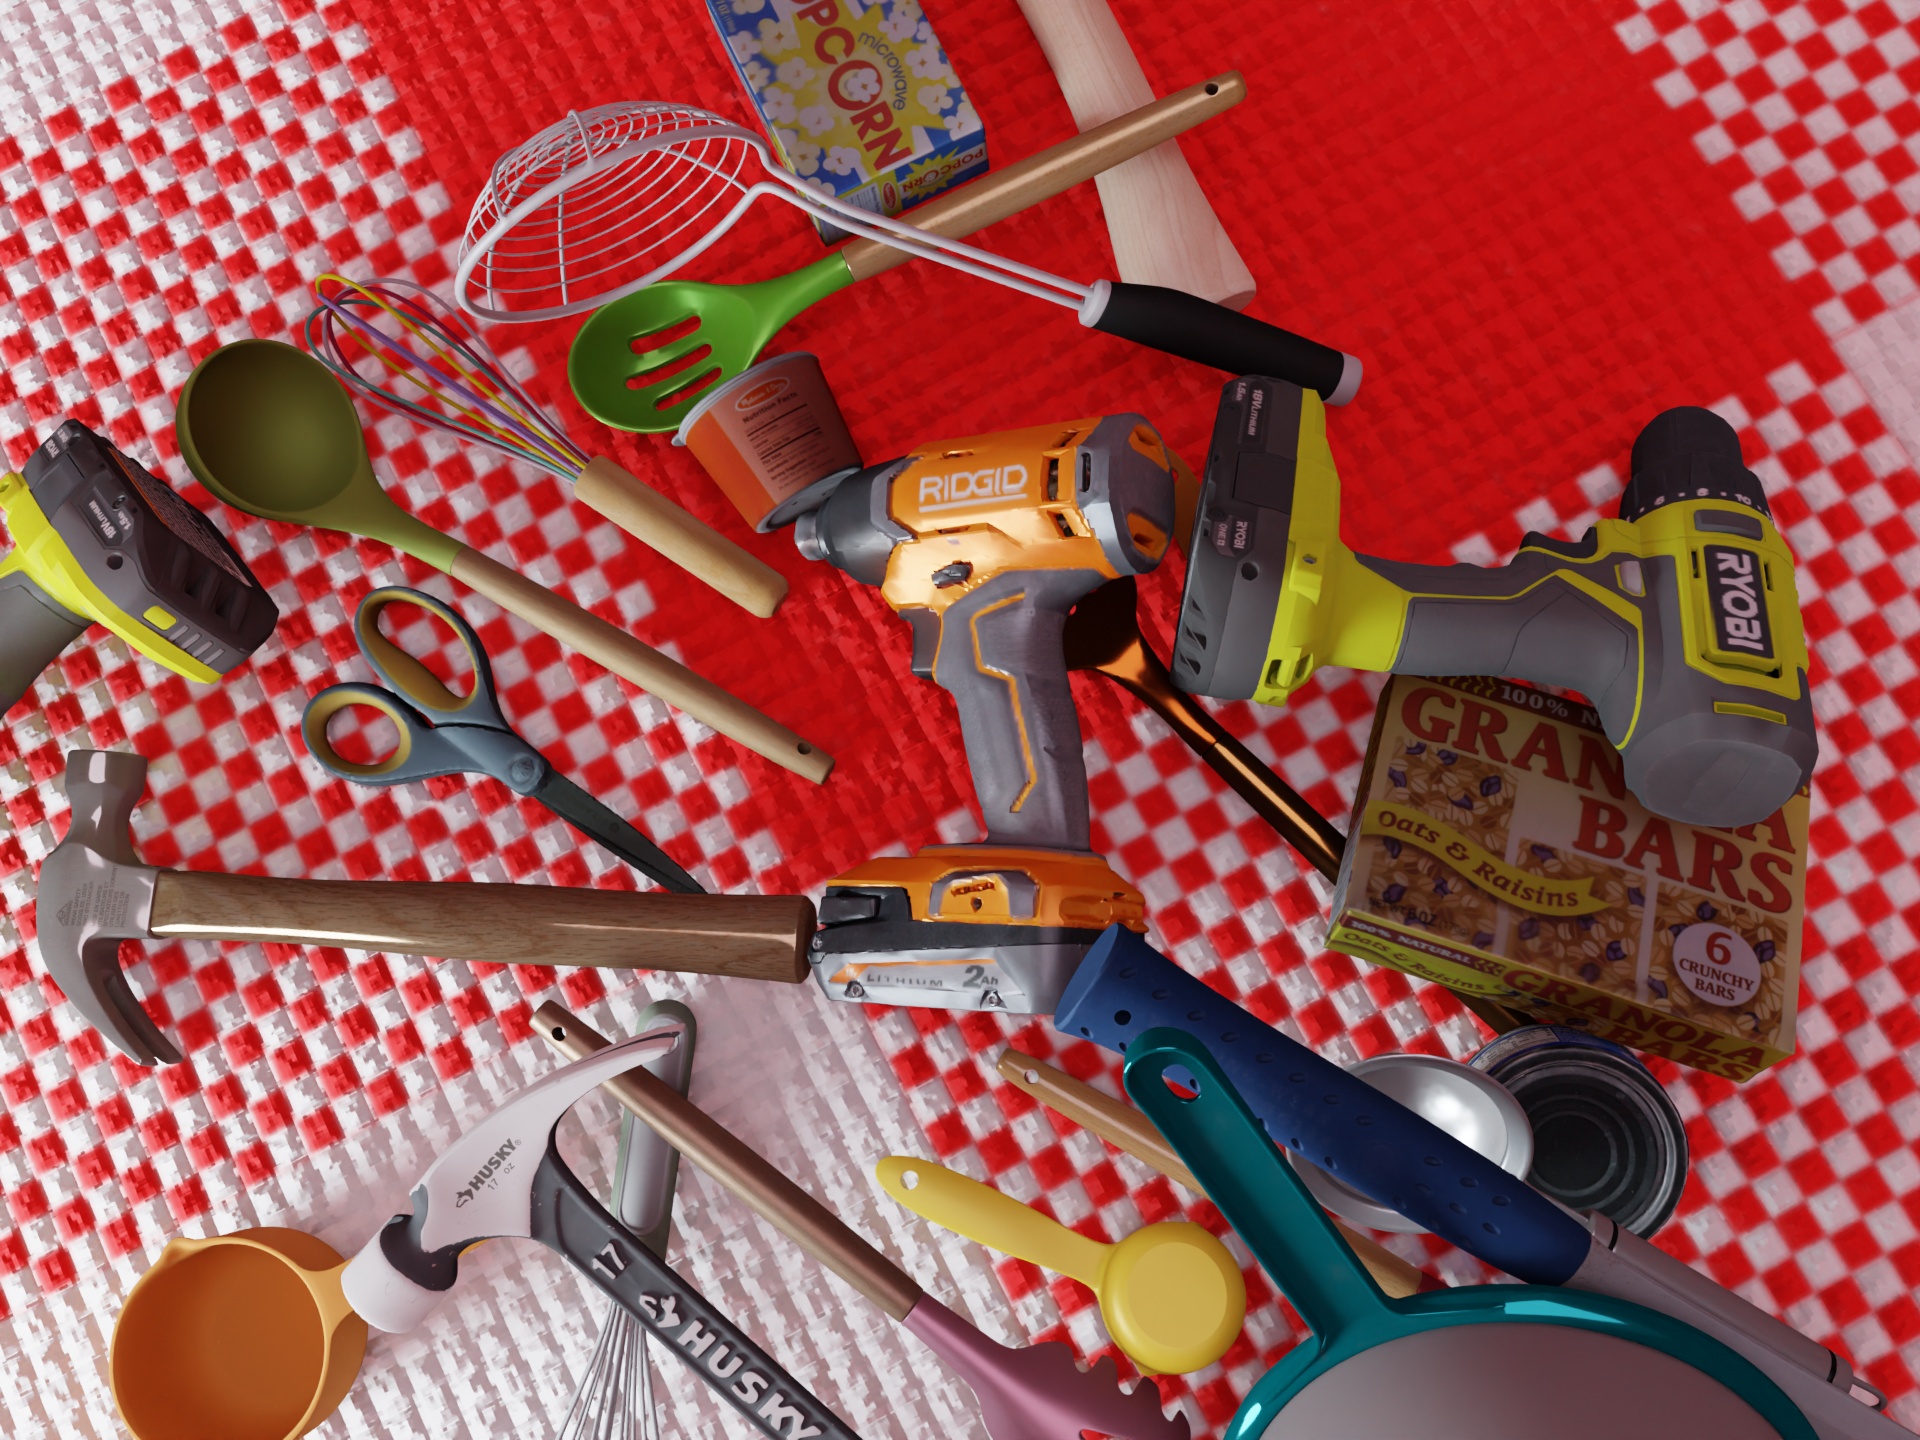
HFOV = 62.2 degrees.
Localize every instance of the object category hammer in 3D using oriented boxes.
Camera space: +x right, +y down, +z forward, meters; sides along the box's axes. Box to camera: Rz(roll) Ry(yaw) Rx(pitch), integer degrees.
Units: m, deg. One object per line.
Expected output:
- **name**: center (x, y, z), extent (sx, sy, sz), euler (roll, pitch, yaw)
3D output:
- **hammer**: center (-0.024, 0.280, 0.579), extent (0.409, 0.036, 0.149), euler (42, 95, -3)
- **hammer**: center (-0.224, 0.084, 0.660), extent (0.331, 0.031, 0.130), euler (3, 81, 7)
- **hammer**: center (0.218, 0.184, 0.539), extent (0.405, 0.035, 0.144), euler (31, 112, -2)
- **hammer**: center (0.035, -0.364, 0.725), extent (0.146, 0.038, 0.411), euler (-26, 80, -2)

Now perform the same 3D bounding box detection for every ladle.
- **ladle**: center (-0.191, -0.063, 0.679), extent (0.320, 0.062, 0.078), euler (30, 55, 5)
- **ladle**: center (0.153, 0.211, 0.624), extent (0.315, 0.031, 0.069), euler (28, 81, 10)

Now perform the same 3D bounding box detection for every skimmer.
- **skimmer**: center (-0.007, -0.158, 0.632), extent (0.363, 0.127, 0.090), euler (14, 76, -15)

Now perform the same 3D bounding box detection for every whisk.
- **whisk**: center (-0.132, 0.234, 0.628), extent (0.058, 0.059, 0.246), euler (8, 76, -7)
- **whisk**: center (-0.179, -0.119, 0.685), extent (0.245, 0.051, 0.047), euler (34, 128, 2)

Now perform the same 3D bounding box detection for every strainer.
- **strainer**: center (0.221, 0.183, 0.578), extent (0.258, 0.050, 0.086), euler (31, 121, 1)
- **strainer**: center (0.151, 0.247, 0.504), extent (0.211, 0.095, 0.340), euler (-32, 103, 20)

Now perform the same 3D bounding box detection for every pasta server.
- **pasta server**: center (-0.040, 0.210, 0.619), extent (0.316, 0.040, 0.060), euler (36, 83, 5)

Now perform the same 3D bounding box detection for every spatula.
- **spatula**: center (0.122, 0.027, 0.660), extent (0.322, 0.041, 0.081), euler (44, 87, 5)

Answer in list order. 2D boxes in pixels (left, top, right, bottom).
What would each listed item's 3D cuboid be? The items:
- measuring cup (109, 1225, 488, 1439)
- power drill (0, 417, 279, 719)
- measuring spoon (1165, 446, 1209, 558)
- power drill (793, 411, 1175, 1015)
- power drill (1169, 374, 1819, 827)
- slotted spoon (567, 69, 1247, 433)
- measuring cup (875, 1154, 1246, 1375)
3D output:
- **measuring cup**: center (-0.245, 0.227, 0.634), extent (0.173, 0.052, 0.095), euler (-28, 80, -3)
- **power drill**: center (-0.396, -0.001, 0.646), extent (0.223, 0.080, 0.171), euler (-47, 53, -5)
- **measuring spoon**: center (0.108, -0.067, 0.684), extent (0.021, 0.011, 0.117), euler (-22, 76, -7)
- **power drill**: center (-0.001, -0.002, 0.629), extent (0.164, 0.084, 0.226), euler (-2, 80, 31)
- **power drill**: center (0.207, -0.065, 0.622), extent (0.228, 0.080, 0.191), euler (10, 53, 5)
- **slotted spoon**: center (-0.024, -0.205, 0.686), extent (0.314, 0.031, 0.070), euler (-23, 81, 7)
- **measuring cup**: center (0.038, 0.206, 0.625), extent (0.156, 0.029, 0.062), euler (22, 70, 8)
